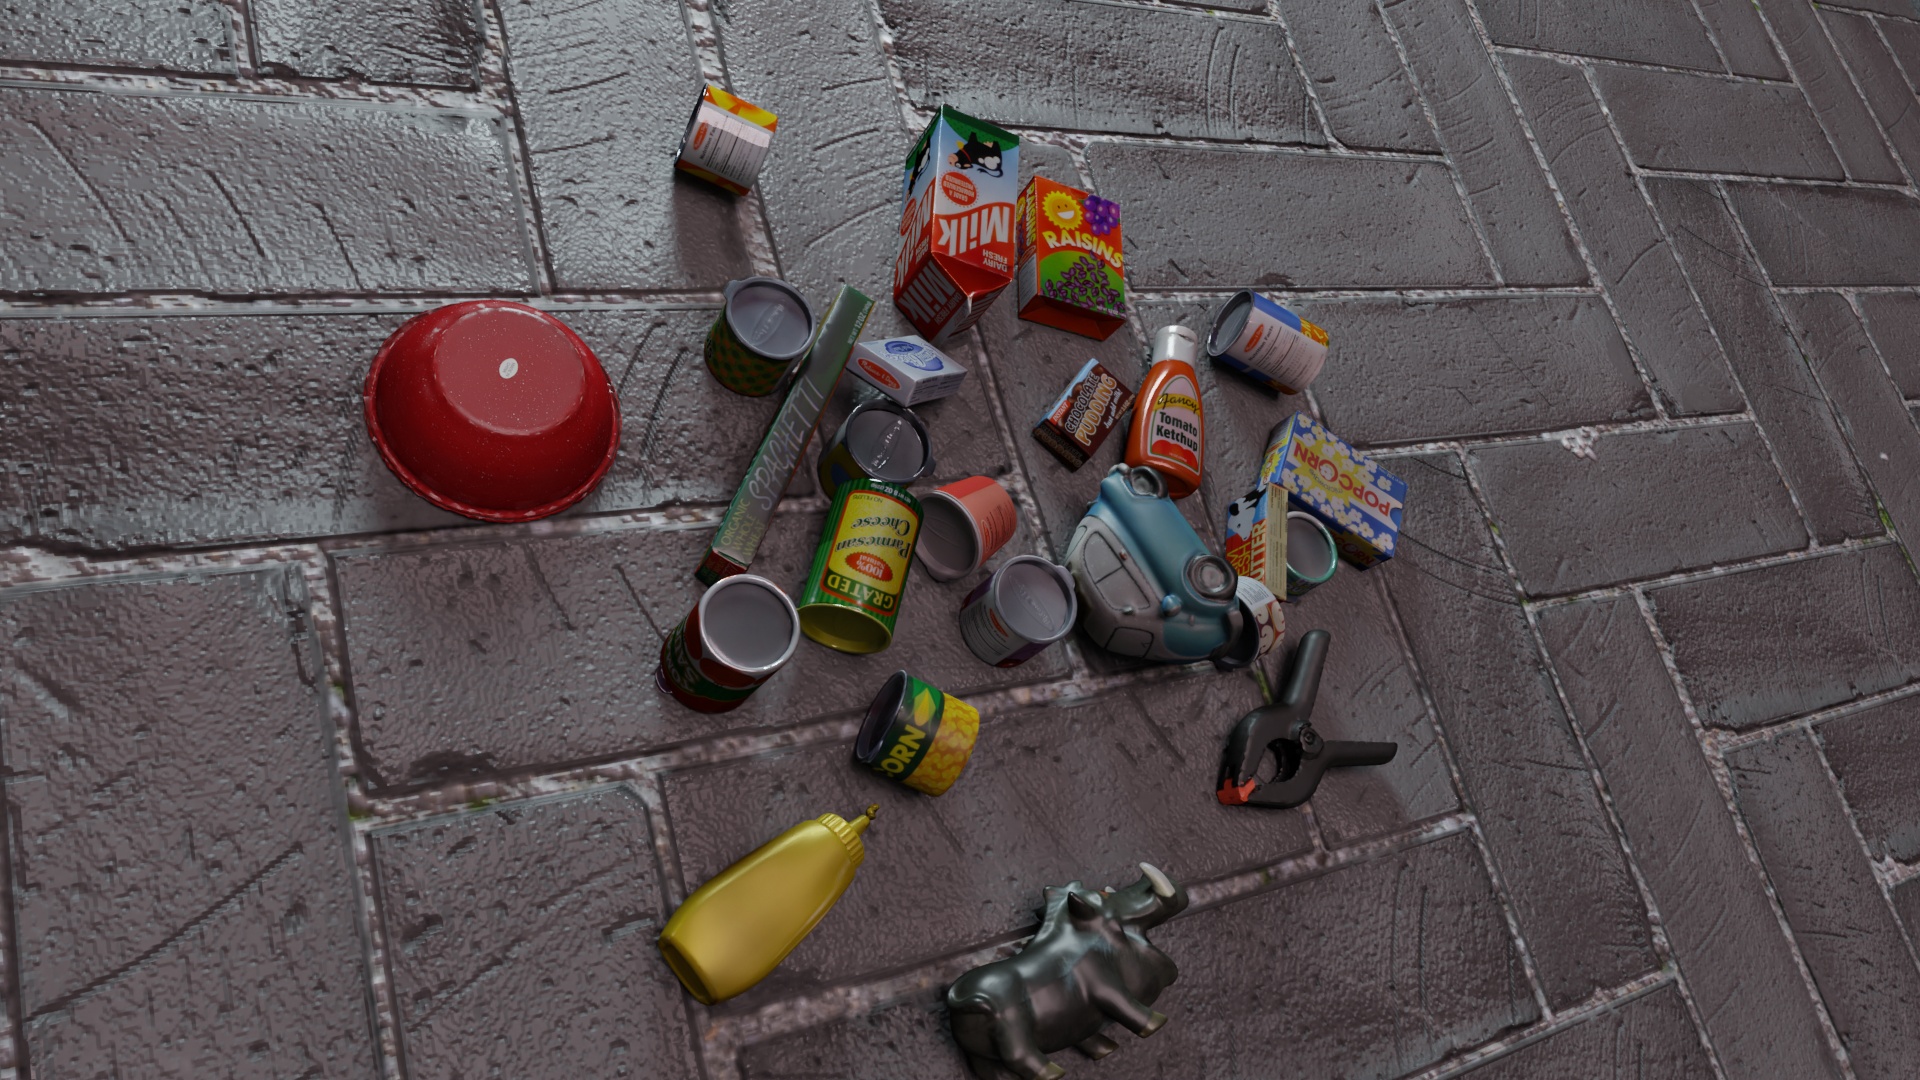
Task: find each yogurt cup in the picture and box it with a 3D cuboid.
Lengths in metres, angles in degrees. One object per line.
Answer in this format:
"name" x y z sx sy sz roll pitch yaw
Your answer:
"yogurt cup" 0.004 -0.013 1.001 0.054 0.072 0.072 -30 84 -43

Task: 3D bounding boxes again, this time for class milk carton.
"milk carton" -0.003 -0.241 1.098 0.073 0.072 0.191 16 61 -22

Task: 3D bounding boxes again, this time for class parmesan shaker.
"parmesan shaker" -0.070 0.016 0.945 0.071 0.071 0.103 24 58 -17

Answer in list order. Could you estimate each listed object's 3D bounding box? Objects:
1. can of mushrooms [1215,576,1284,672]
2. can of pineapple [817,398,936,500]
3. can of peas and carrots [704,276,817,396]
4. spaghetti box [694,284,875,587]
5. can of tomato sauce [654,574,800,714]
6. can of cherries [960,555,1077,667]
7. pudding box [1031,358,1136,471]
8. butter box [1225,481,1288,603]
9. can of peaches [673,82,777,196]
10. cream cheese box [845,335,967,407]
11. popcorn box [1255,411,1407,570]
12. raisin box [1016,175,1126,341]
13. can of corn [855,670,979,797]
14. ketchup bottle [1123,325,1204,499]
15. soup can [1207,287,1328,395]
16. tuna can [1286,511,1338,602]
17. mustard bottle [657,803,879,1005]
"can of mushrooms" 0.216 0.065 1.078 0.033 0.070 0.071 -22 79 -35
"can of pineapple" -0.060 -0.057 0.989 0.071 0.057 0.071 12 63 -23
"can of peas and carrots" -0.145 -0.145 0.985 0.071 0.058 0.071 12 62 -23
"spaghetti box" -0.120 -0.075 0.971 0.028 0.050 0.251 29 57 -12
"can of tomato sauce" -0.147 0.065 0.869 0.071 0.082 0.071 12 62 -24
"can of cherries" 0.043 0.051 0.994 0.071 0.058 0.072 12 62 -23
"pudding box" 0.099 -0.101 1.113 0.049 0.030 0.084 41 54 -4
"butter box" 0.239 0.009 1.123 0.024 0.053 0.104 21 60 -22
"can of peaches" -0.175 -0.300 1.039 0.058 0.071 0.071 21 59 -18
"cream cheese box" -0.038 -0.125 1.017 0.053 0.024 0.104 35 21 11
"popcorn box" 0.320 -0.043 1.200 0.126 0.038 0.085 31 55 -12
"raisin box" 0.092 -0.238 1.169 0.086 0.040 0.124 12 61 -22
"can of corn" -0.028 0.129 0.912 0.058 0.071 0.071 29 57 -15
"ketchup bottle" 0.172 -0.109 1.149 0.065 0.043 0.149 21 58 -18
"soup can" 0.269 -0.175 1.220 0.084 0.071 0.072 24 58 -17
"tuna can" 0.278 0.013 1.154 0.071 0.032 0.071 12 62 -23
"mustard bottle" -0.105 0.211 0.844 0.161 0.048 0.065 -34 86 -36
